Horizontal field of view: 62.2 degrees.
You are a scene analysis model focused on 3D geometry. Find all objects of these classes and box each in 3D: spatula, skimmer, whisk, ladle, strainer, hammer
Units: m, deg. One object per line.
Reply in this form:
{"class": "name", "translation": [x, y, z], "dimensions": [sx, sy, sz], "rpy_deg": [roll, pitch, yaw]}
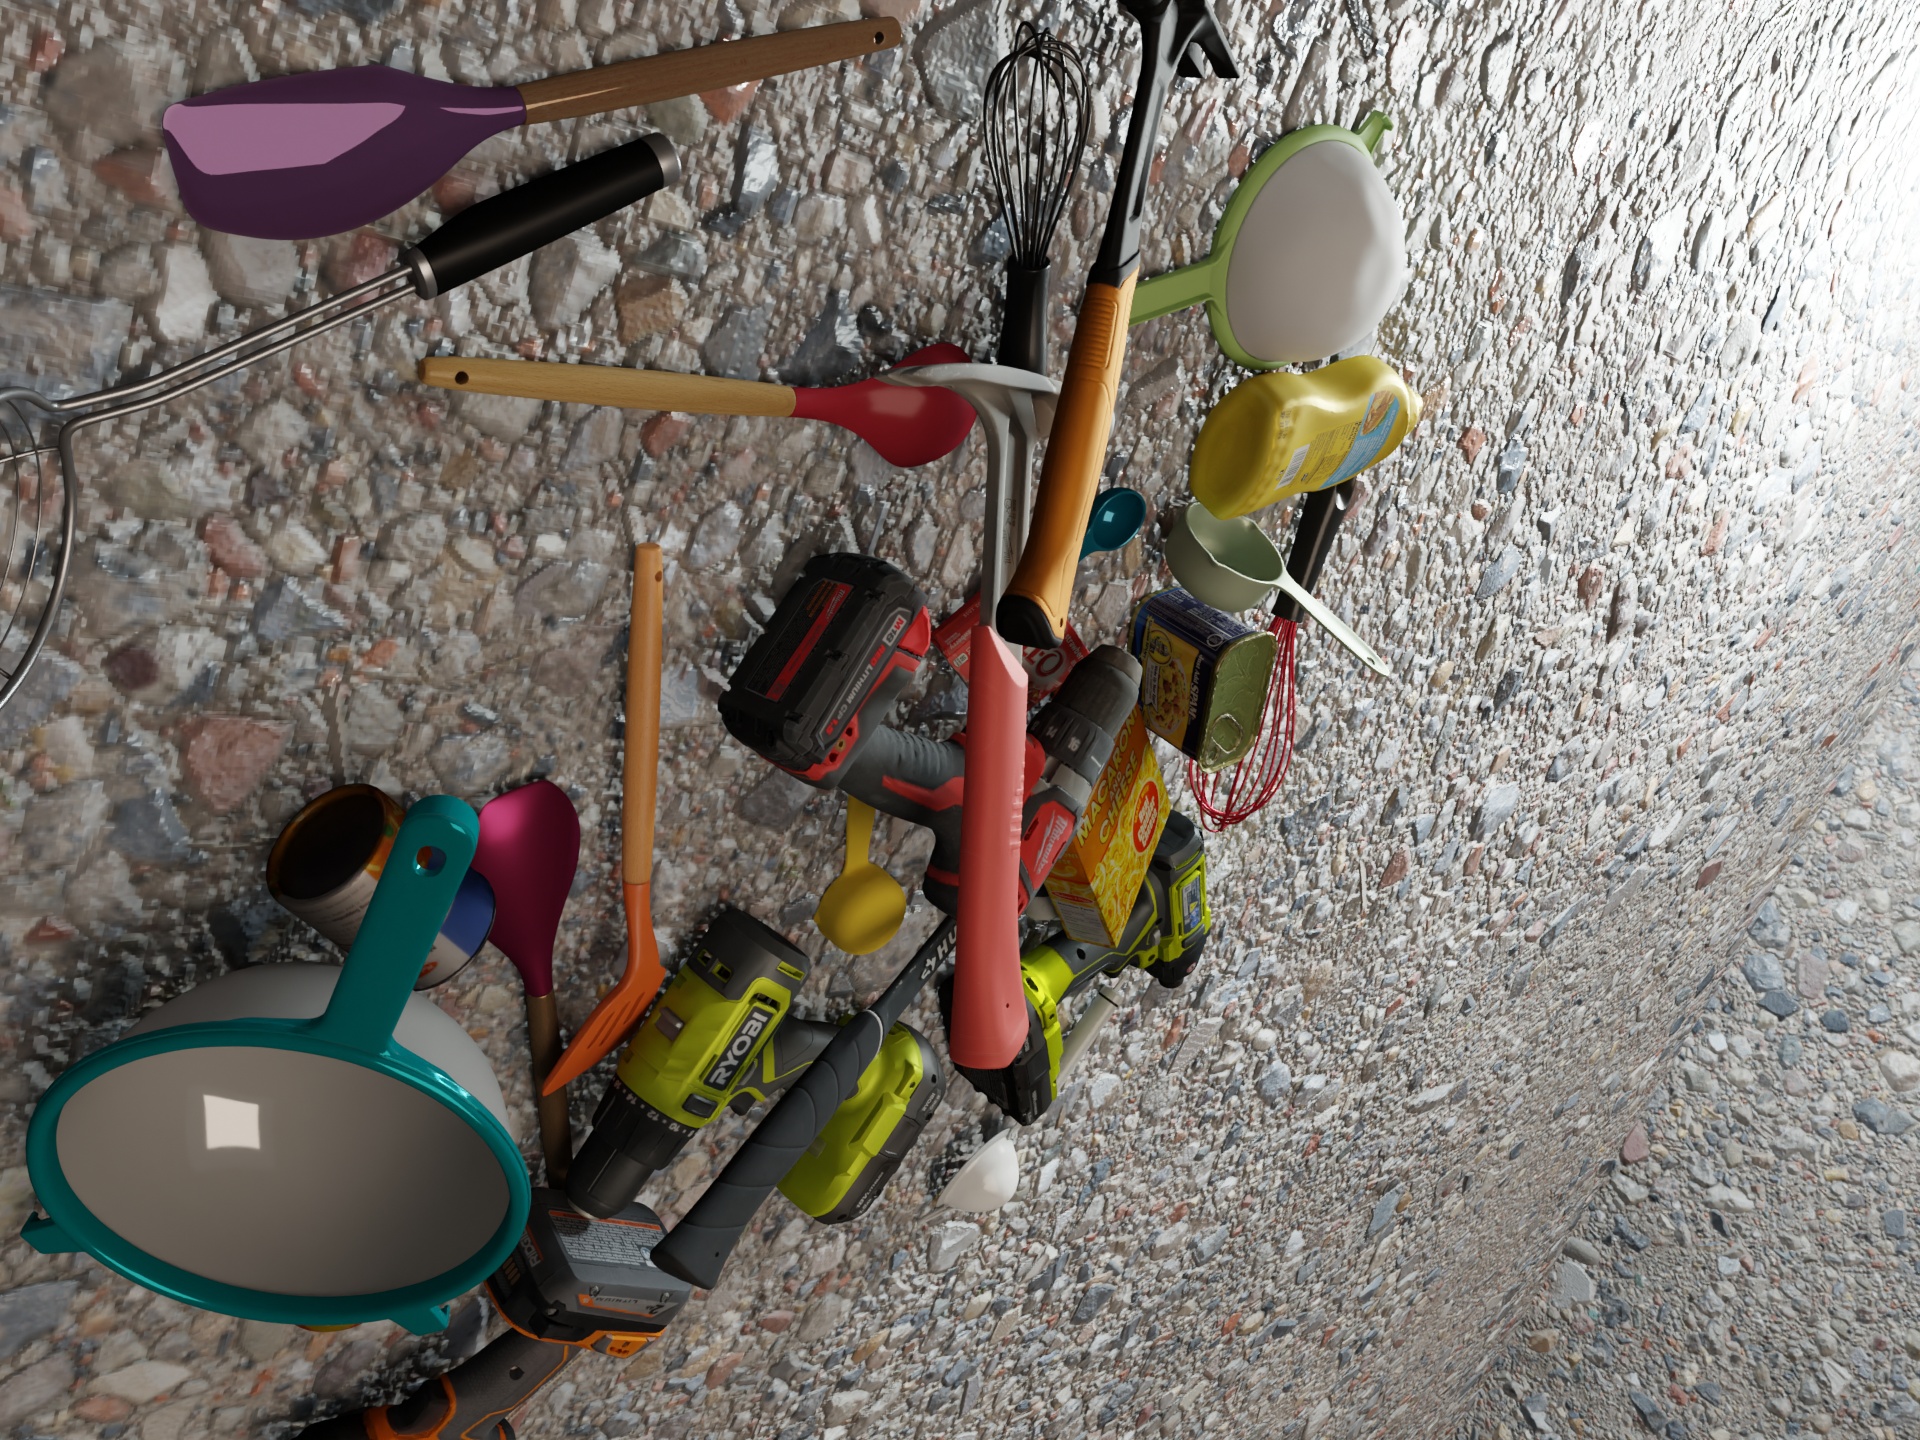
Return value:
{"class": "spatula", "translation": [-0.178, 0.059, 0.841], "dimensions": [0.081, 0.041, 0.322], "rpy_deg": [-31, 134, -55]}
{"class": "skimmer", "translation": [-0.241, -0.122, 0.599], "dimensions": [0.363, 0.090, 0.127], "rpy_deg": [-36, 170, -25]}
{"class": "whisk", "translation": [0.034, -0.238, 0.825], "dimensions": [0.055, 0.055, 0.238], "rpy_deg": [-27, 139, -29]}
{"class": "ladle", "translation": [-0.104, -0.156, 0.761], "dimensions": [0.315, 0.031, 0.069], "rpy_deg": [-5, 122, -41]}
{"class": "strainer", "translation": [-0.269, 0.134, 0.699], "dimensions": [0.211, 0.095, 0.340], "rpy_deg": [21, 122, -19]}
{"class": "hammer", "translation": [-0.045, 0.170, 0.944], "dimensions": [0.409, 0.036, 0.149], "rpy_deg": [-47, 139, -42]}
{"class": "strainer", "translation": [0.059, 0.304, 1.253], "dimensions": [0.258, 0.050, 0.086], "rpy_deg": [-54, 157, -4]}
{"class": "hammer", "translation": [0.012, 0.001, 0.819], "dimensions": [0.149, 0.037, 0.359], "rpy_deg": [-1, 96, -44]}
{"class": "whisk", "translation": [0.228, -0.056, 1.143], "dimensions": [0.073, 0.073, 0.295], "rpy_deg": [3, 109, -46]}
{"class": "hammer", "translation": [0.073, -0.200, 0.794], "dimensions": [0.127, 0.034, 0.337], "rpy_deg": [13, 90, -65]}
{"class": "strainer", "translation": [0.183, -0.257, 0.934], "dimensions": [0.256, 0.069, 0.151], "rpy_deg": [-26, 134, -32]}
{"class": "spatula", "translation": [-0.155, -0.251, 0.644], "dimensions": [0.316, 0.018, 0.059], "rpy_deg": [-26, 134, -28]}

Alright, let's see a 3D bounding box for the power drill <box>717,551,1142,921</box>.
{"class": "power drill", "translation": [-0.001, -0.003, 0.885], "dimensions": [0.226, 0.080, 0.188], "rpy_deg": [40, 78, -36]}

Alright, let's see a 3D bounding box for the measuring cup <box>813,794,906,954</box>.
{"class": "measuring cup", "translation": [-0.055, 0.081, 0.978], "dimensions": [0.062, 0.029, 0.156], "rpy_deg": [-20, 132, -34]}

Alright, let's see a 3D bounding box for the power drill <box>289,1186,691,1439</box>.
{"class": "power drill", "translation": [-0.283, 0.378, 0.923], "dimensions": [0.226, 0.084, 0.164], "rpy_deg": [-48, 142, 7]}

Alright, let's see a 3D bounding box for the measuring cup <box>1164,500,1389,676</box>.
{"class": "measuring cup", "translation": [0.202, -0.074, 1.026], "dimensions": [0.038, 0.167, 0.083], "rpy_deg": [-52, 175, 36]}

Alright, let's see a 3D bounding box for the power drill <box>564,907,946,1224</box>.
{"class": "power drill", "translation": [-0.124, 0.235, 0.982], "dimensions": [0.190, 0.080, 0.228], "rpy_deg": [-56, 140, -5]}

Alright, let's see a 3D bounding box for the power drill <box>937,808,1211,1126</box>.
{"class": "power drill", "translation": [0.097, 0.187, 1.175], "dimensions": [0.223, 0.080, 0.171], "rpy_deg": [-35, 137, -26]}

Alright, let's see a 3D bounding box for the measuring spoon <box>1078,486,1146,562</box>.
{"class": "measuring spoon", "translation": [0.057, -0.102, 0.972], "dimensions": [0.128, 0.021, 0.042], "rpy_deg": [-36, 140, -7]}

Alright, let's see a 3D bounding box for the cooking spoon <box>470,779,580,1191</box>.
{"class": "cooking spoon", "translation": [-0.230, 0.166, 0.878], "dimensions": [0.069, 0.017, 0.318], "rpy_deg": [-24, 133, -36]}
